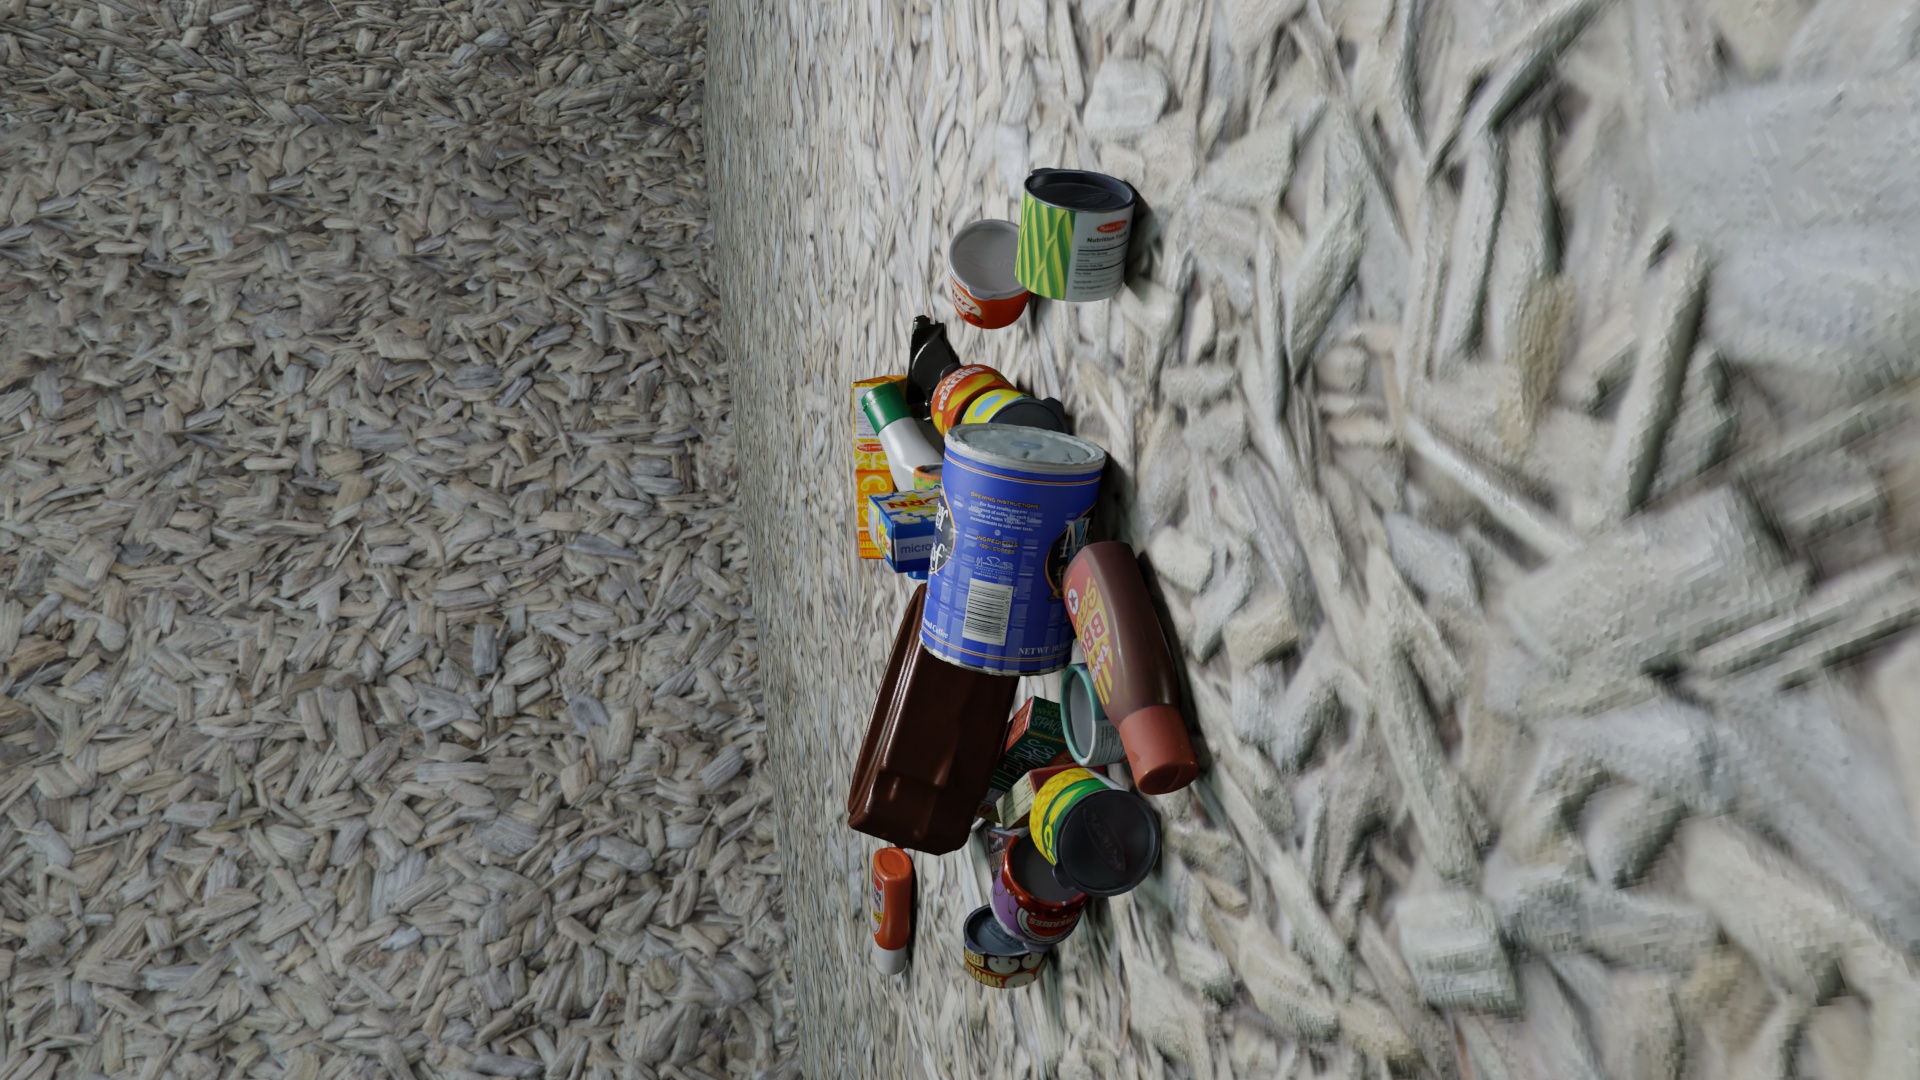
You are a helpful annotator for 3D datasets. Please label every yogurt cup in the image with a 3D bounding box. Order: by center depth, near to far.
[{"bbox_3d":[0.023,-0.189,1.000,0.053,0.072,0.072,98,163,-65],"label":"yogurt cup"}]

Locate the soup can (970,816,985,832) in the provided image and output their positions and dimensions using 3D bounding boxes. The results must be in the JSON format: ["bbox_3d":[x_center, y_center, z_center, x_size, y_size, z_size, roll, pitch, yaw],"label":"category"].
[{"bbox_3d":[-0.015,0.233,1.244,0.083,0.071,0.071,127,137,-68],"label":"soup can"}]

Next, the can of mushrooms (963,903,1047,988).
[{"bbox_3d":[0.033,0.313,1.073,0.071,0.071,0.033,-125,33,-64],"label":"can of mushrooms"}]

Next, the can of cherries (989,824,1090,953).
[{"bbox_3d":[0.059,0.240,0.964,0.058,0.071,0.072,104,157,-47],"label":"can of cherries"}]

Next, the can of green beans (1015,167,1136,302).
[{"bbox_3d":[0.067,-0.180,0.821,0.071,0.071,0.057,-113,23,-52],"label":"can of green beans"}]

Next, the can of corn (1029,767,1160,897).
[{"bbox_3d":[0.080,0.180,0.857,0.058,0.071,0.071,-163,70,-76],"label":"can of corn"}]

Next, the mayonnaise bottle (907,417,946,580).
[{"bbox_3d":[-0.033,-0.038,1.297,0.065,0.041,0.147,-137,46,-76],"label":"mayonnaise bottle"}]

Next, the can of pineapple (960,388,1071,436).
[{"bbox_3d":[0.039,-0.071,0.966,0.058,0.071,0.070,-139,46,-70],"label":"can of pineapple"}]

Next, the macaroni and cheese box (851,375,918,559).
[{"bbox_3d":[-0.070,-0.074,1.342,0.124,0.040,0.166,-40,-51,-76],"label":"macaroni and cheese box"}]

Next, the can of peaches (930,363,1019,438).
[{"bbox_3d":[0.015,-0.094,1.038,0.058,0.071,0.071,-125,34,-62],"label":"can of peaches"}]

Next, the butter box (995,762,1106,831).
[{"bbox_3d":[0.062,0.177,0.960,0.103,0.053,0.024,117,143,-65],"label":"butter box"}]

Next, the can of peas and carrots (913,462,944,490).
[{"bbox_3d":[-0.006,-0.030,1.144,0.071,0.071,0.058,-141,50,-71],"label":"can of peas and carrots"}]

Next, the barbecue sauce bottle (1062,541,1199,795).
[{"bbox_3d":[0.099,0.074,0.807,0.064,0.044,0.149,104,157,-48],"label":"barbecue sauce bottle"}]

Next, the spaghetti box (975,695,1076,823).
[{"bbox_3d":[0.043,0.168,1.029,0.249,0.050,0.029,118,167,-64],"label":"spaghetti box"}]

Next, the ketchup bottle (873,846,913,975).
[{"bbox_3d":[-0.078,0.429,1.592,0.065,0.043,0.148,-123,32,-62],"label":"ketchup bottle"}]

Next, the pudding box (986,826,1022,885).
[{"bbox_3d":[0.047,0.251,1.085,0.083,0.030,0.049,151,113,-74],"label":"pudding box"}]

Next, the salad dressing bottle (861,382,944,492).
[{"bbox_3d":[-0.041,-0.069,1.228,0.148,0.044,0.064,63,156,14],"label":"salad dressing bottle"}]

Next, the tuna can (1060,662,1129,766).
[{"bbox_3d":[0.088,0.107,0.881,0.071,0.033,0.071,177,89,-75],"label":"tuna can"}]

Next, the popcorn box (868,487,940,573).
[{"bbox_3d":[0.004,-0.012,0.991,0.085,0.127,0.038,-136,41,-69],"label":"popcorn box"}]
